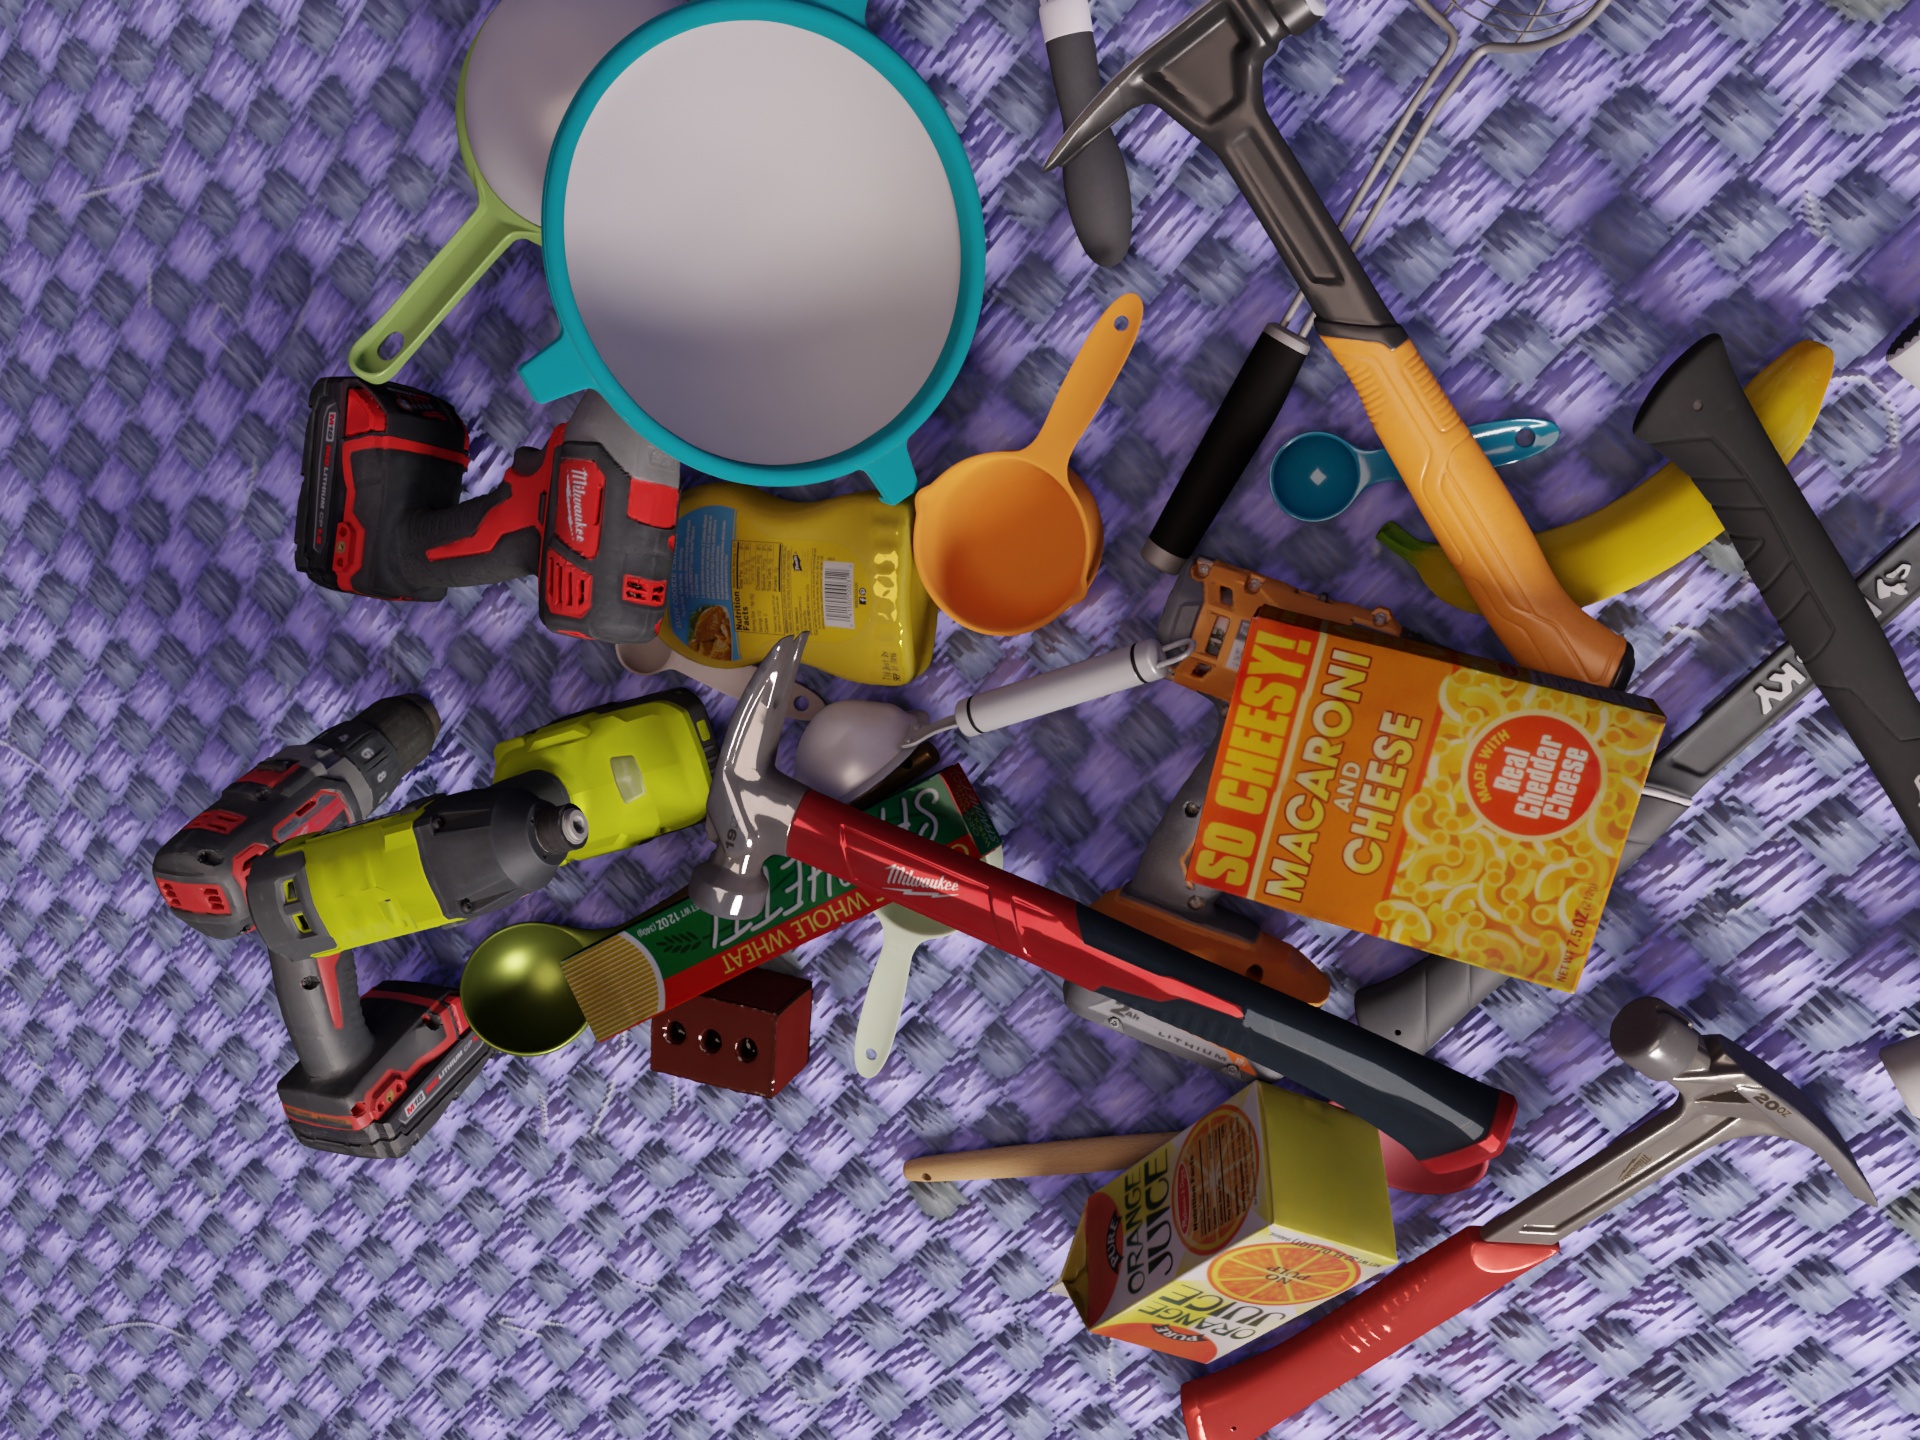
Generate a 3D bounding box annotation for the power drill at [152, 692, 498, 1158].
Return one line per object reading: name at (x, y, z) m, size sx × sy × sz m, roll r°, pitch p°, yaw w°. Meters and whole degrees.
power drill at (-0.337, 0.111, 0.902) m, size 0.080 × 0.188 × 0.226 m, roll 2°, pitch 121°, yaw 23°

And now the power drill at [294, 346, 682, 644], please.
power drill at (-0.236, -0.120, 0.815) m, size 0.220 × 0.078 × 0.143 m, roll 9°, pitch 93°, yaw 30°

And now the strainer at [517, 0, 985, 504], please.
strainer at (-0.085, -0.279, 0.740) m, size 0.095 × 0.210 × 0.340 m, roll 16°, pitch 94°, yaw 60°

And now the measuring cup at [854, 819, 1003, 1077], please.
measuring cup at (-0.026, 0.113, 0.847) m, size 0.083 × 0.038 × 0.167 m, roll 21°, pitch 110°, yaw 14°

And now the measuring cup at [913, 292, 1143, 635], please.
measuring cup at (0.045, -0.123, 0.762) m, size 0.095 × 0.052 × 0.173 m, roll 32°, pitch 108°, yaw 9°

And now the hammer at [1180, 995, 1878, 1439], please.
hammer at (0.247, 0.274, 0.774) m, size 0.149 × 0.037 × 0.359 m, roll 36°, pitch 118°, yaw -16°

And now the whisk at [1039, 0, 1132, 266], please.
whisk at (0.042, -0.348, 0.712) m, size 0.070 × 0.070 × 0.284 m, roll -8°, pitch 104°, yaw 21°

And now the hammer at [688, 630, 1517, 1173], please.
hammer at (0.062, 0.089, 0.716) m, size 0.386 × 0.038 × 0.143 m, roll 22°, pitch 106°, yaw 15°

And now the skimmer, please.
skimmer at (0.157, -0.223, 0.678) m, size 0.127 × 0.090 × 0.363 m, roll 41°, pitch 115°, yaw 29°

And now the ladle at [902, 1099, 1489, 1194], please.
ladle at (0.111, 0.224, 0.827) m, size 0.315 × 0.031 × 0.069 m, roll -11°, pitch 114°, yaw 23°

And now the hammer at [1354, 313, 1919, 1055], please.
hammer at (0.327, 0.021, 0.704) m, size 0.149 × 0.036 × 0.409 m, roll 42°, pitch 112°, yaw 5°

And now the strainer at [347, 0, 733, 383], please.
strainer at (-0.219, -0.269, 0.773) m, size 0.151 × 0.069 × 0.256 m, roll 43°, pitch 93°, yaw 5°

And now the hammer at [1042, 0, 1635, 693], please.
hammer at (0.173, -0.138, 0.667) m, size 0.127 × 0.034 × 0.337 m, roll -30°, pitch 98°, yaw 32°

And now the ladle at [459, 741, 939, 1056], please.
ladle at (-0.147, 0.094, 0.875) m, size 0.320 × 0.062 × 0.078 m, roll -31°, pitch 77°, yaw 20°

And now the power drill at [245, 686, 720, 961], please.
power drill at (-0.215, 0.049, 0.797) m, size 0.171 × 0.223 × 0.080 m, roll -15°, pitch 97°, yaw 22°

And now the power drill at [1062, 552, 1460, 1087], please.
power drill at (0.159, 0.053, 0.748) m, size 0.185 × 0.084 × 0.226 m, roll 20°, pitch 103°, yaw 13°

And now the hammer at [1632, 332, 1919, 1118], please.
hammer at (0.377, -0.006, 0.643) m, size 0.146 × 0.035 × 0.335 m, roll -31°, pitch 93°, yaw 23°

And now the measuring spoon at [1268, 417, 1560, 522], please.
measuring spoon at (0.206, -0.121, 0.727) m, size 0.128 × 0.021 × 0.042 m, roll -9°, pitch 106°, yaw 12°

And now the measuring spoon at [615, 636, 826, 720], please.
measuring spoon at (-0.129, -0.026, 0.866) m, size 0.124 × 0.018 × 0.034 m, roll 21°, pitch 94°, yaw 7°

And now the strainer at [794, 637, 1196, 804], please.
strainer at (-0.001, -0.002, 0.771) m, size 0.258 × 0.087 × 0.050 m, roll -17°, pitch 115°, yaw 31°
